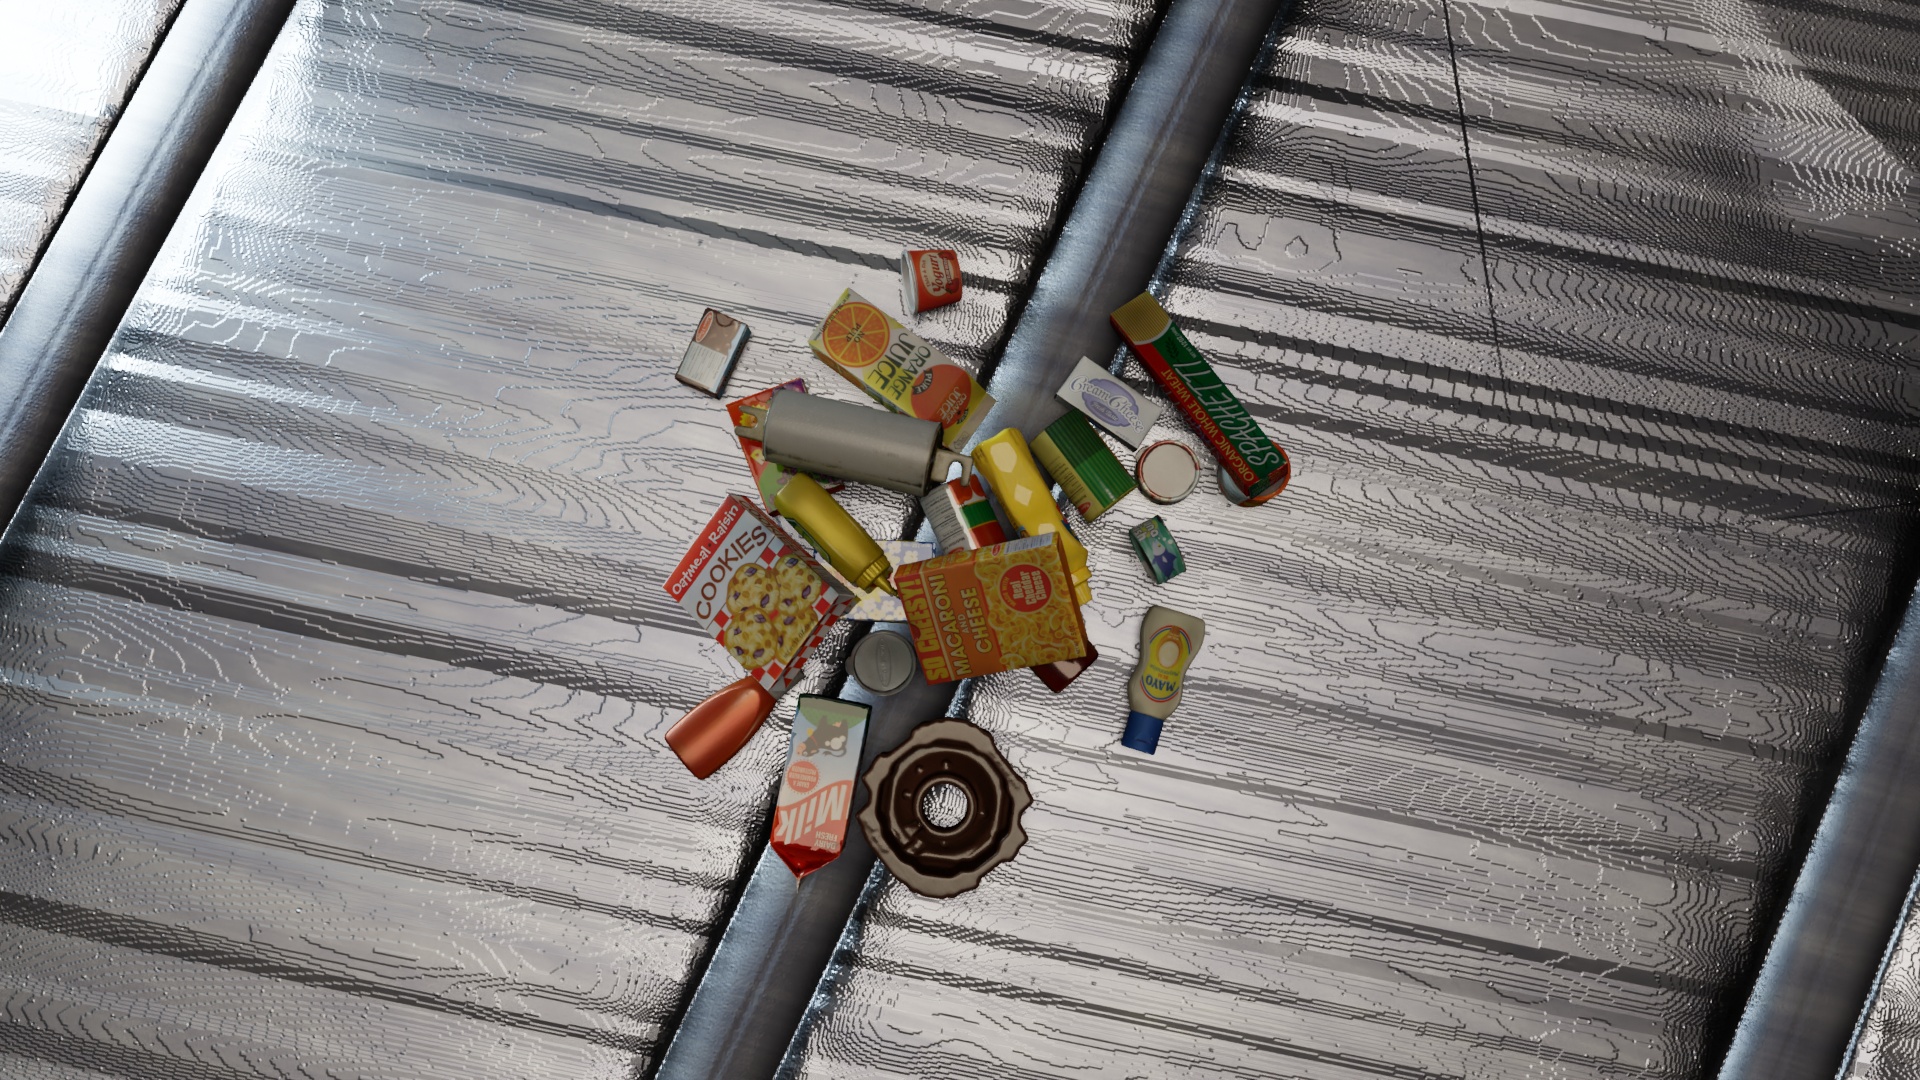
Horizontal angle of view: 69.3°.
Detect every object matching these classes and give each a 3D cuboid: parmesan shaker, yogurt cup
[{"bbox_3d":[0.128,-0.079,1.431,0.071,0.071,0.103,-37,85,-3],"label":"parmesan shaker"},{"bbox_3d":[-0.030,-0.274,1.455,0.054,0.072,0.072,-11,85,-9],"label":"yogurt cup"}]

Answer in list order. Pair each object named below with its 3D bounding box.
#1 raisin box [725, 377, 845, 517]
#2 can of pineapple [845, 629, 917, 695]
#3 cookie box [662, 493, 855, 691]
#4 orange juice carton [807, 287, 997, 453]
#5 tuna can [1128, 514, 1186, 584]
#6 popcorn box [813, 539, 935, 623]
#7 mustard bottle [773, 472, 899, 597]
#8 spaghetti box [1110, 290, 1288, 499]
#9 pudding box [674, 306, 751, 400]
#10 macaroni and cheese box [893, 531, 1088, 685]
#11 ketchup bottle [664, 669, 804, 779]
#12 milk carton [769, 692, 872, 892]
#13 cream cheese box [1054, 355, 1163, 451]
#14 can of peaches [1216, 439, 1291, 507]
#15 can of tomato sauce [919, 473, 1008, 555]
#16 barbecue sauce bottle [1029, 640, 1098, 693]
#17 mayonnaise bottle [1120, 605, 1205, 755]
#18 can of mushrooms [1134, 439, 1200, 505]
[{"bbox_3d":[-0.182,-0.097,1.448,0.086,0.040,0.123,-21,84,-1],"label":"raisin box"},{"bbox_3d":[-0.079,0.124,1.416,0.071,0.058,0.071,0,84,0],"label":"can of pineapple"},{"bbox_3d":[-0.205,0.051,1.397,0.168,0.040,0.122,40,100,21],"label":"cookie box"},{"bbox_3d":[-0.059,-0.172,1.439,0.193,0.073,0.072,36,85,3],"label":"orange juice carton"},{"bbox_3d":[0.201,0.008,1.423,0.033,0.071,0.071,-28,85,-2],"label":"tuna can"},{"bbox_3d":[-0.090,0.042,1.434,0.127,0.038,0.085,2,83,0],"label":"popcorn box"},{"bbox_3d":[-0.118,0.002,1.388,0.160,0.065,0.049,45,79,3],"label":"mustard bottle"},{"bbox_3d":[0.242,-0.152,1.423,0.050,0.028,0.251,-33,67,-3],"label":"spaghetti box"},{"bbox_3d":[-0.260,-0.197,1.462,0.050,0.030,0.084,23,84,3],"label":"pudding box"},{"bbox_3d":[0.031,0.068,1.373,0.166,0.040,0.123,-12,109,12],"label":"macaroni and cheese box"},{"bbox_3d":[-0.227,0.174,1.417,0.149,0.043,0.065,-41,84,-4],"label":"ketchup bottle"},{"bbox_3d":[-0.143,0.253,1.395,0.073,0.072,0.190,11,84,0],"label":"milk carton"},{"bbox_3d":[0.156,-0.144,1.462,0.104,0.024,0.053,34,84,3],"label":"cream cheese box"},{"bbox_3d":[0.305,-0.071,1.438,0.071,0.058,0.071,0,84,0],"label":"can of peaches"},{"bbox_3d":[0.005,-0.018,1.427,0.071,0.071,0.083,-24,82,-2],"label":"can of tomato sauce"},{"bbox_3d":[0.071,0.084,1.428,0.065,0.043,0.148,-42,85,-7],"label":"barbecue sauce bottle"},{"bbox_3d":[0.203,0.144,1.423,0.065,0.041,0.148,17,84,0],"label":"mayonnaise bottle"},{"bbox_3d":[0.214,-0.072,1.450,0.071,0.033,0.071,0,85,0],"label":"can of mushrooms"}]
